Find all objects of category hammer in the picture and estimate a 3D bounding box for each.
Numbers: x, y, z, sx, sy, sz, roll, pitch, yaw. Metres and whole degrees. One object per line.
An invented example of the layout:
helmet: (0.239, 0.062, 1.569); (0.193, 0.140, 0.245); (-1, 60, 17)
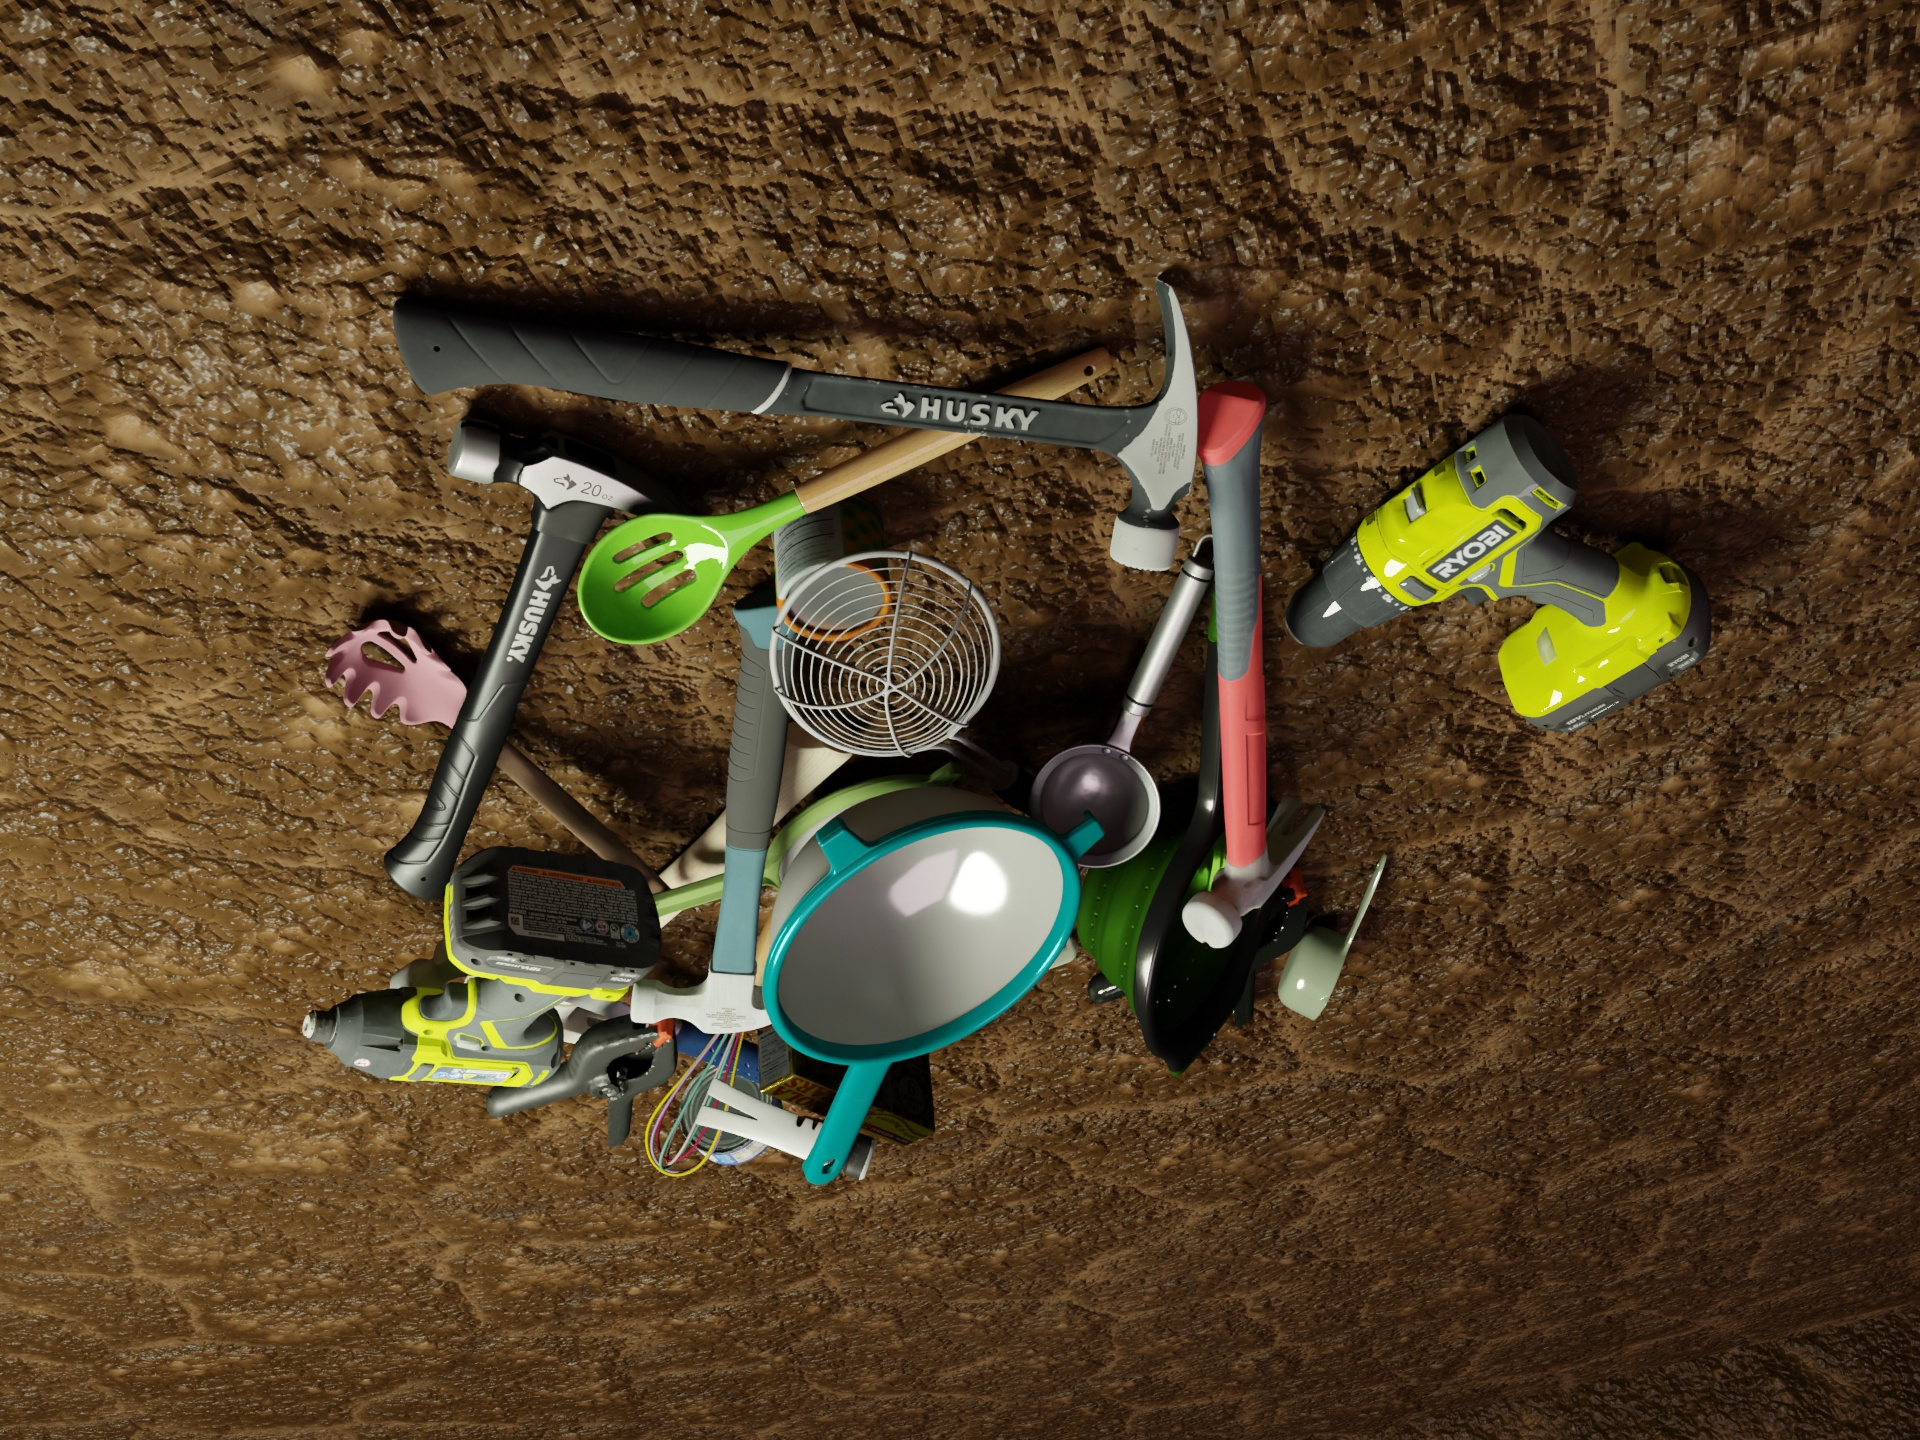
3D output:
hammer: (-0.131, 0.330, 1.276); (0.127, 0.034, 0.336); (19, 165, 2)
hammer: (-0.137, 0.066, 1.021); (0.128, 0.033, 0.330); (6, 118, -8)
hammer: (-0.204, 0.128, 1.165); (0.146, 0.038, 0.410); (23, 131, -35)
hammer: (-0.266, -0.017, 0.931); (0.146, 0.035, 0.334); (13, 125, -29)
hammer: (-0.075, -0.171, 0.806); (0.409, 0.036, 0.149); (6, 110, -10)
hammer: (0.180, -0.037, 0.975); (0.038, 0.143, 0.385); (21, 138, 32)
hammer: (-0.230, 0.237, 1.239); (0.144, 0.035, 0.405); (-32, 138, 23)

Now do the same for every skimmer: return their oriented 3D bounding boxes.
skimmer: (-0.002, -0.003, 0.995); (0.127, 0.090, 0.363); (-29, 160, 9)

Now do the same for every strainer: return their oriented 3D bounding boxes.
strainer: (0.112, -0.004, 1.018); (0.087, 0.050, 0.258); (22, 114, 1)
strainer: (-0.057, 0.162, 1.036); (0.211, 0.095, 0.340); (0, 129, -31)
strainer: (-0.105, 0.120, 1.103); (0.256, 0.069, 0.151); (-15, 147, -16)

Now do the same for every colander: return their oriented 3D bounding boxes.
colander: (0.147, 0.067, 1.116); (0.094, 0.204, 0.396); (21, 130, 30)

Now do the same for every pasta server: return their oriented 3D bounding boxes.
pasta server: (-0.278, 0.039, 1.015); (0.060, 0.040, 0.315); (-32, 129, 9)

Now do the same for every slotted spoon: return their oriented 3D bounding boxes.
slotted spoon: (-0.062, -0.128, 0.857); (0.314, 0.031, 0.070); (-25, 120, 3)

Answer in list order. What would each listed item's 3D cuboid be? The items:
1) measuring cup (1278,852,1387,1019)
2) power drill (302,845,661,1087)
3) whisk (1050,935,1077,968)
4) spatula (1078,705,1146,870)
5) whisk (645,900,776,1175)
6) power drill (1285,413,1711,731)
measuring cup: (0.304, 0.171, 1.308); (0.038, 0.083, 0.167); (22, 119, 9)
power drill: (-0.311, 0.172, 1.039); (0.171, 0.080, 0.223); (15, 138, -37)
whisk: (-0.010, 0.209, 1.245); (0.246, 0.058, 0.059); (-14, 128, -29)
spatula: (0.090, 0.042, 1.100); (0.041, 0.081, 0.322); (31, 128, 16)
whisk: (-0.177, 0.235, 1.204); (0.051, 0.047, 0.245); (17, 99, -60)
power drill: (0.336, -0.077, 0.994); (0.228, 0.080, 0.190); (24, 135, -31)
